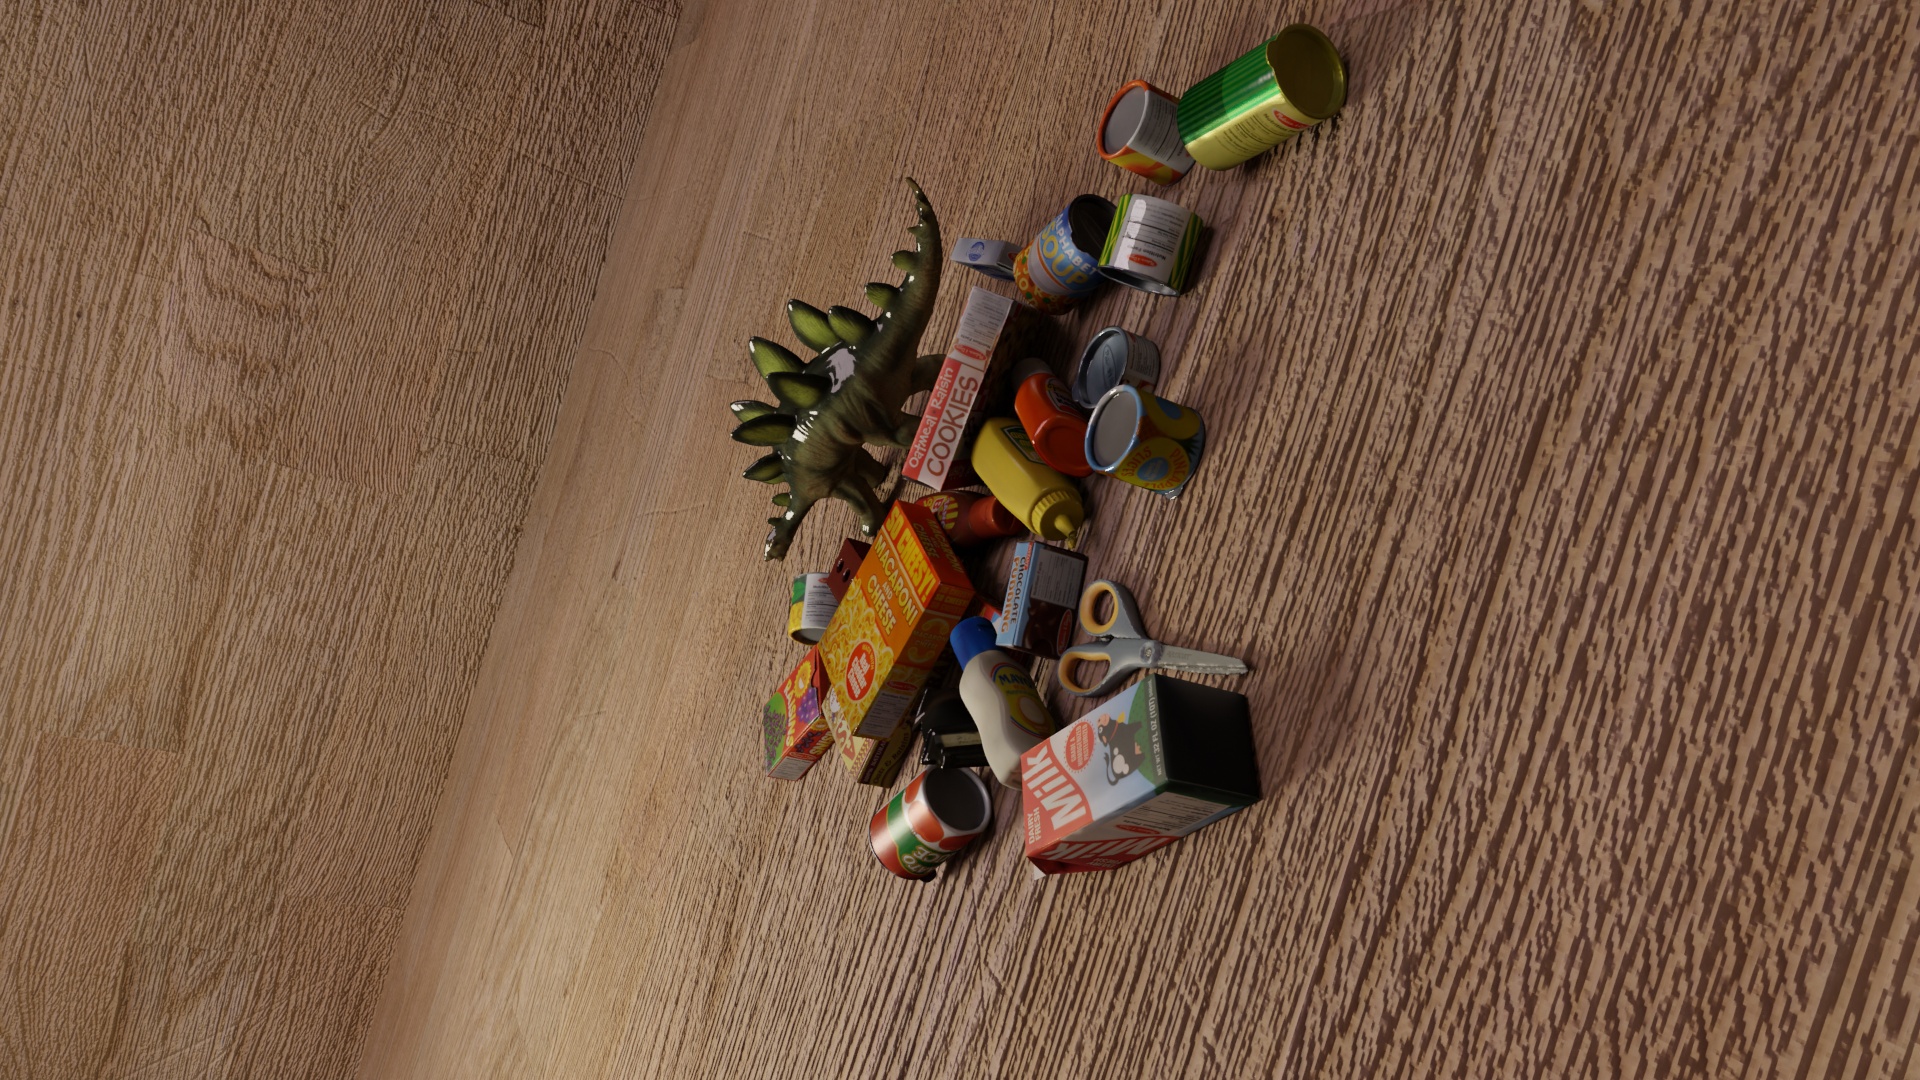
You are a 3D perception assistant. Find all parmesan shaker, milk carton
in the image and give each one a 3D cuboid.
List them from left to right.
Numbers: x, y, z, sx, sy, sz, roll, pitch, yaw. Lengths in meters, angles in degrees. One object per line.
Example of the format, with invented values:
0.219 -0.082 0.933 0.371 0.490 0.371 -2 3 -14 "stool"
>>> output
0.099 0.159 0.897 0.189 0.073 0.072 -42 41 45 "milk carton"
0.204 -0.306 0.962 0.103 0.071 0.071 -13 64 59 "parmesan shaker"

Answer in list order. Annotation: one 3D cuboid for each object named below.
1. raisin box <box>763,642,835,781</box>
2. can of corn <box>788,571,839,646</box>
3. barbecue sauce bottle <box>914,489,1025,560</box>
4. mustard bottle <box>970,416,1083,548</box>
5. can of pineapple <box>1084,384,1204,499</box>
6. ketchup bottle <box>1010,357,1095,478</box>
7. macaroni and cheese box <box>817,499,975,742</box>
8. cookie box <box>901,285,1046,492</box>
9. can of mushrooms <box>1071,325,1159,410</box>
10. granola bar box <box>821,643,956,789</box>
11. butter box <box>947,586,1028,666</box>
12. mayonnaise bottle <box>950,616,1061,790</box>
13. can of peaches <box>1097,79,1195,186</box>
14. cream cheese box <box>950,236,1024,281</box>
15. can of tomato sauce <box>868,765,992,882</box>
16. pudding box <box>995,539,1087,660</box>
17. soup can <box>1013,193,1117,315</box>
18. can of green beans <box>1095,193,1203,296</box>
-0.155 0.173 1.391 0.122 0.040 0.086 -48 36 38 "raisin box"
-0.137 0.071 1.388 0.071 0.071 0.058 -31 50 53 "can of corn"
0.004 -0.015 1.199 0.148 0.044 0.065 -11 67 59 "barbecue sauce bottle"
0.061 -0.042 1.093 0.048 0.065 0.161 -65 34 24 "mustard bottle"
0.130 -0.070 0.983 0.070 0.058 0.071 -37 45 48 "can of pineapple"
0.071 -0.104 1.110 0.043 0.064 0.149 -50 25 16 "ketchup bottle"
-0.057 0.068 1.184 0.165 0.040 0.124 -60 34 24 "macaroni and cheese box"
0.013 -0.126 1.175 0.167 0.040 0.123 -68 -13 10 "cookie box"
0.118 -0.127 1.062 0.070 0.033 0.071 -36 46 49 "can of mushrooms"
-0.065 0.120 1.255 0.165 0.039 0.124 -64 30 17 "granola bar box"
0.023 0.077 1.134 0.104 0.024 0.053 36 108 61 "butter box"
0.032 0.119 1.035 0.041 0.065 0.149 -56 39 27 "mayonnaise bottle"
0.147 -0.319 1.088 0.071 0.058 0.071 -36 45 49 "can of peaches"
0.036 -0.254 1.261 0.104 0.053 0.024 28 99 62 "cream cheese box"
-0.023 0.222 1.095 0.082 0.071 0.071 -47 37 39 "can of tomato sauce"
0.061 0.046 1.054 0.030 0.050 0.084 -6 70 62 "pudding box"
0.090 -0.231 1.131 0.083 0.071 0.071 -36 45 50 "soup can"
0.141 -0.220 1.036 0.071 0.071 0.057 24 96 62 "can of green beans"
